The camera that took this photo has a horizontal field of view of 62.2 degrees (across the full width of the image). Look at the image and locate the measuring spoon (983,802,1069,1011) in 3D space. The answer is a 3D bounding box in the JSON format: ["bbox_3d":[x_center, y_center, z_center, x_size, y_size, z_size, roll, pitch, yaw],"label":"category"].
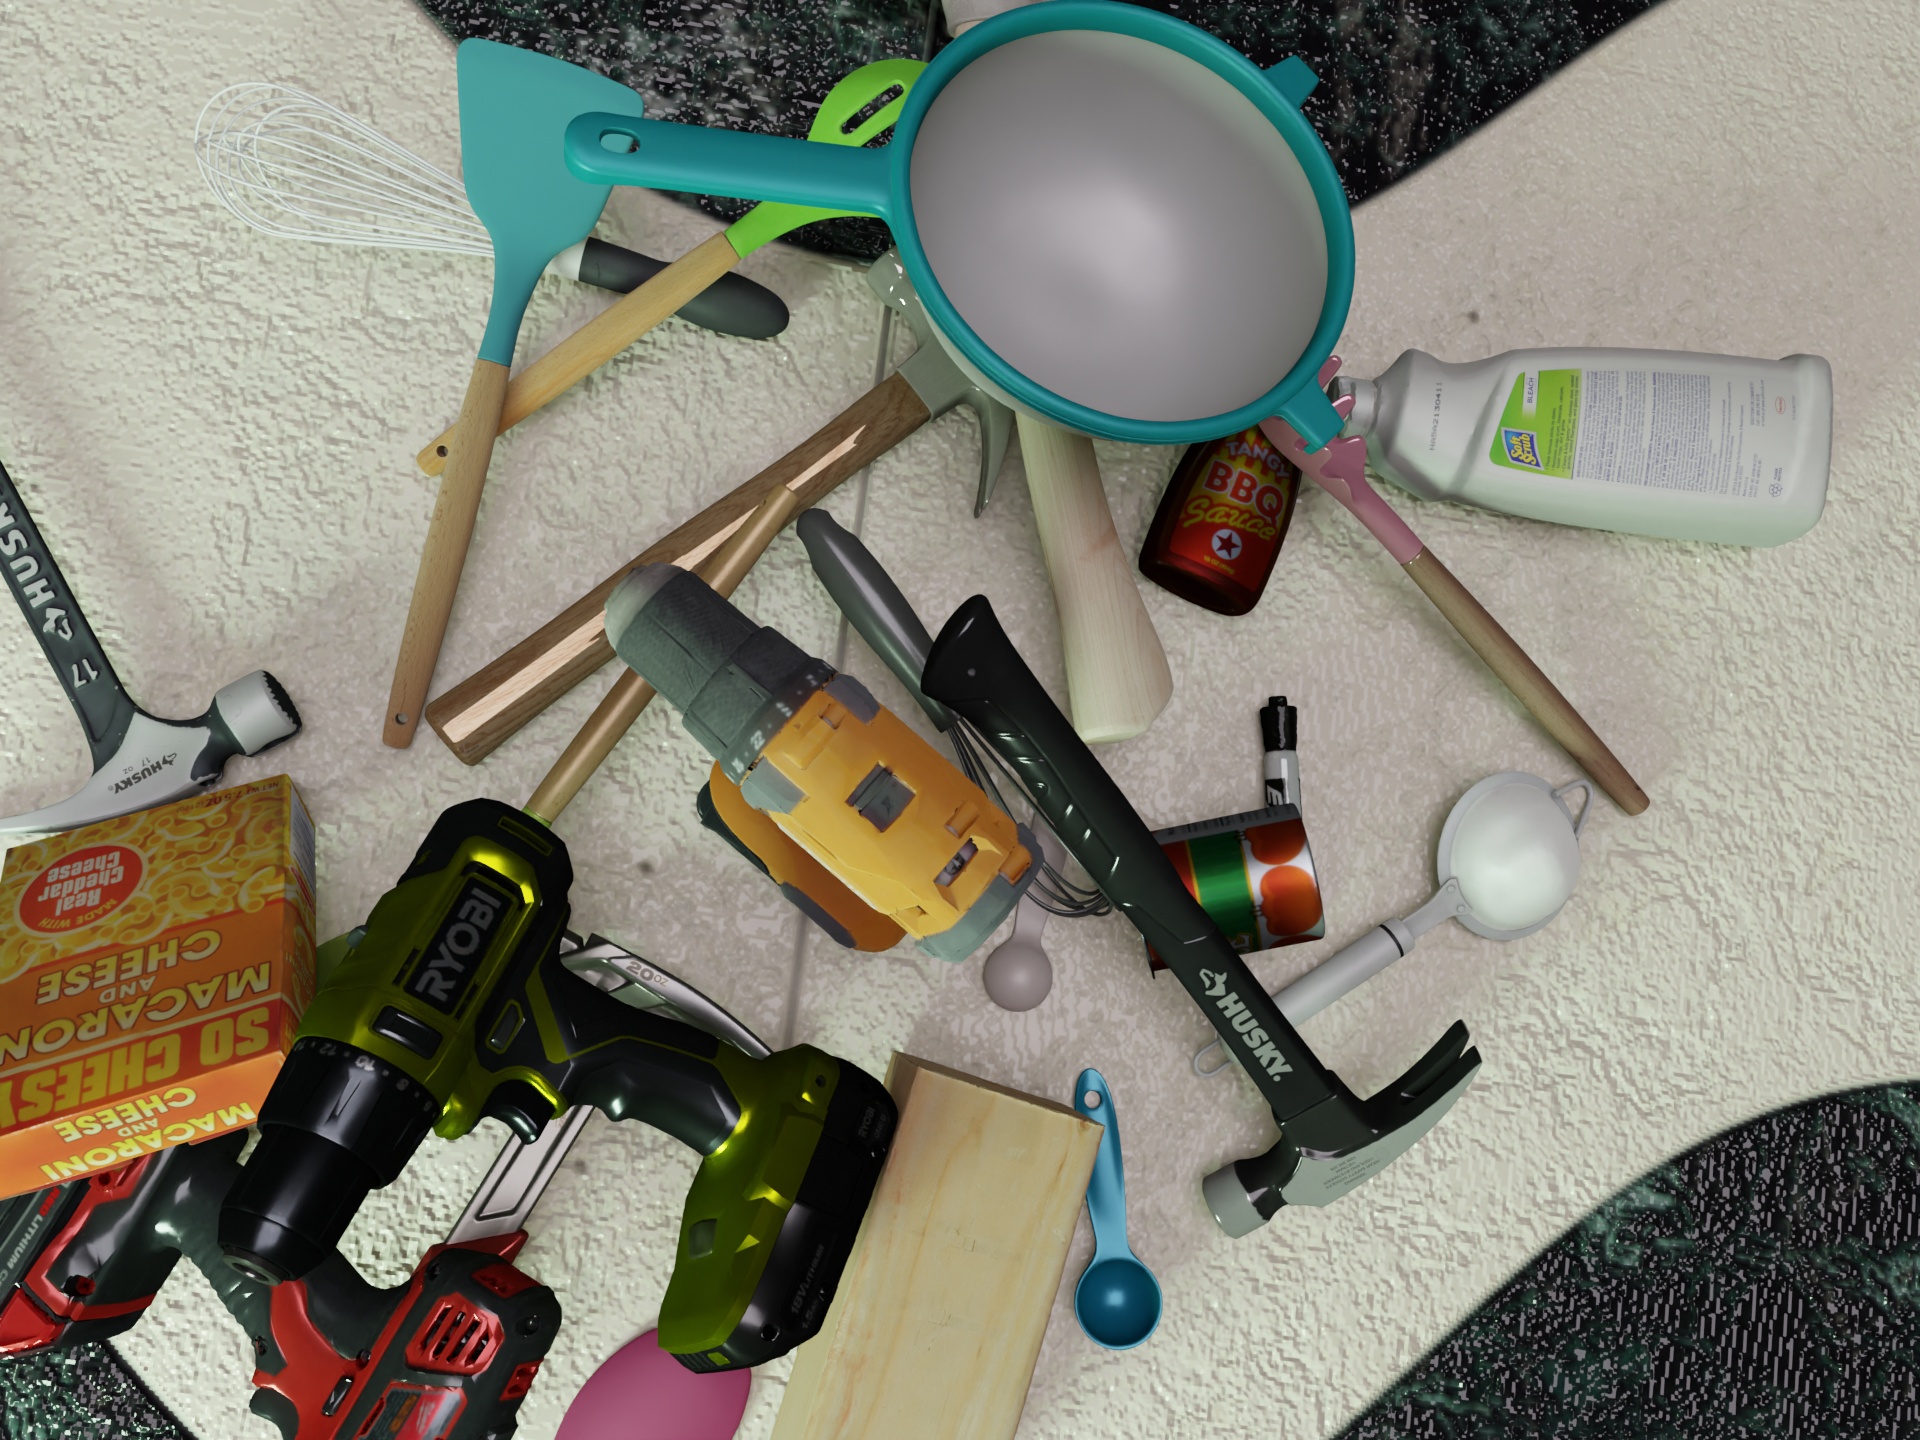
[{"bbox_3d":[0.039,0.080,0.774,0.034,0.018,0.124,14,80,-6],"label":"measuring spoon"}]

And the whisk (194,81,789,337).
[{"bbox_3d":[-0.220,-0.233,0.764,0.284,0.070,0.070,16,81,-11],"label":"whisk"}]

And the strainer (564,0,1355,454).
[{"bbox_3d":[0.000,-0.209,0.701,0.340,0.095,0.211,3,74,-13],"label":"strainer"}]

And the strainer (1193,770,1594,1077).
[{"bbox_3d":[0.224,0.105,0.787,0.258,0.050,0.087,-32,102,-7],"label":"strainer"}]

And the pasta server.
[{"bbox_3d":[0.247,-0.067,0.787,0.316,0.040,0.060,45,43,-12],"label":"pasta server"}]

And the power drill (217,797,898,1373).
[{"bbox_3d":[-0.153,0.164,0.628,0.228,0.080,0.191,35,52,-17],"label":"power drill"}]

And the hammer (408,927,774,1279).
[{"bbox_3d":[-0.226,0.269,0.705,0.149,0.036,0.359,31,79,-3],"label":"hammer"}]

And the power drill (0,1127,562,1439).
[{"bbox_3d":[-0.296,0.269,0.646,0.227,0.080,0.188,27,81,11],"label":"power drill"}]

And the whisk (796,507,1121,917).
[{"bbox_3d":[0.000,-0.003,0.746,0.055,0.055,0.239,-37,91,-11],"label":"whisk"}]

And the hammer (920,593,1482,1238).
[{"bbox_3d":[0.095,0.082,0.697,0.146,0.035,0.334,-33,108,14],"label":"hammer"}]

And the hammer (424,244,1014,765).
[{"bbox_3d":[-0.110,-0.089,0.769,0.331,0.031,0.130,-39,89,-10],"label":"hammer"}]

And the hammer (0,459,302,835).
[{"bbox_3d":[-0.466,-0.134,0.725,0.149,0.036,0.409,-30,87,-9],"label":"hammer"}]

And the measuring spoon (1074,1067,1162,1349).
[{"bbox_3d":[0.069,0.233,0.763,0.042,0.021,0.129,-4,74,-7],"label":"measuring spoon"}]

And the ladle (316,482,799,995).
[{"bbox_3d":[-0.182,0.014,0.714,0.062,0.078,0.320,40,84,-33],"label":"ladle"}]

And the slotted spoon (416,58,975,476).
[{"bbox_3d":[-0.127,-0.207,0.748,0.314,0.031,0.070,-34,98,5],"label":"slotted spoon"}]

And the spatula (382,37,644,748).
[{"bbox_3d":[-0.222,-0.139,0.726,0.082,0.044,0.317,14,93,-14],"label":"spatula"}]

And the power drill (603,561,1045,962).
[{"bbox_3d":[-0.065,0.022,0.661,0.185,0.226,0.084,41,79,-1],"label":"power drill"}]

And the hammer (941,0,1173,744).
[{"bbox_3d":[0.029,-0.190,0.772,0.146,0.038,0.411,-6,80,-19],"label":"hammer"}]

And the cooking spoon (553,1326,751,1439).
[{"bbox_3d":[-0.216,0.396,0.698,0.069,0.017,0.319,45,79,0],"label":"cooking spoon"}]
